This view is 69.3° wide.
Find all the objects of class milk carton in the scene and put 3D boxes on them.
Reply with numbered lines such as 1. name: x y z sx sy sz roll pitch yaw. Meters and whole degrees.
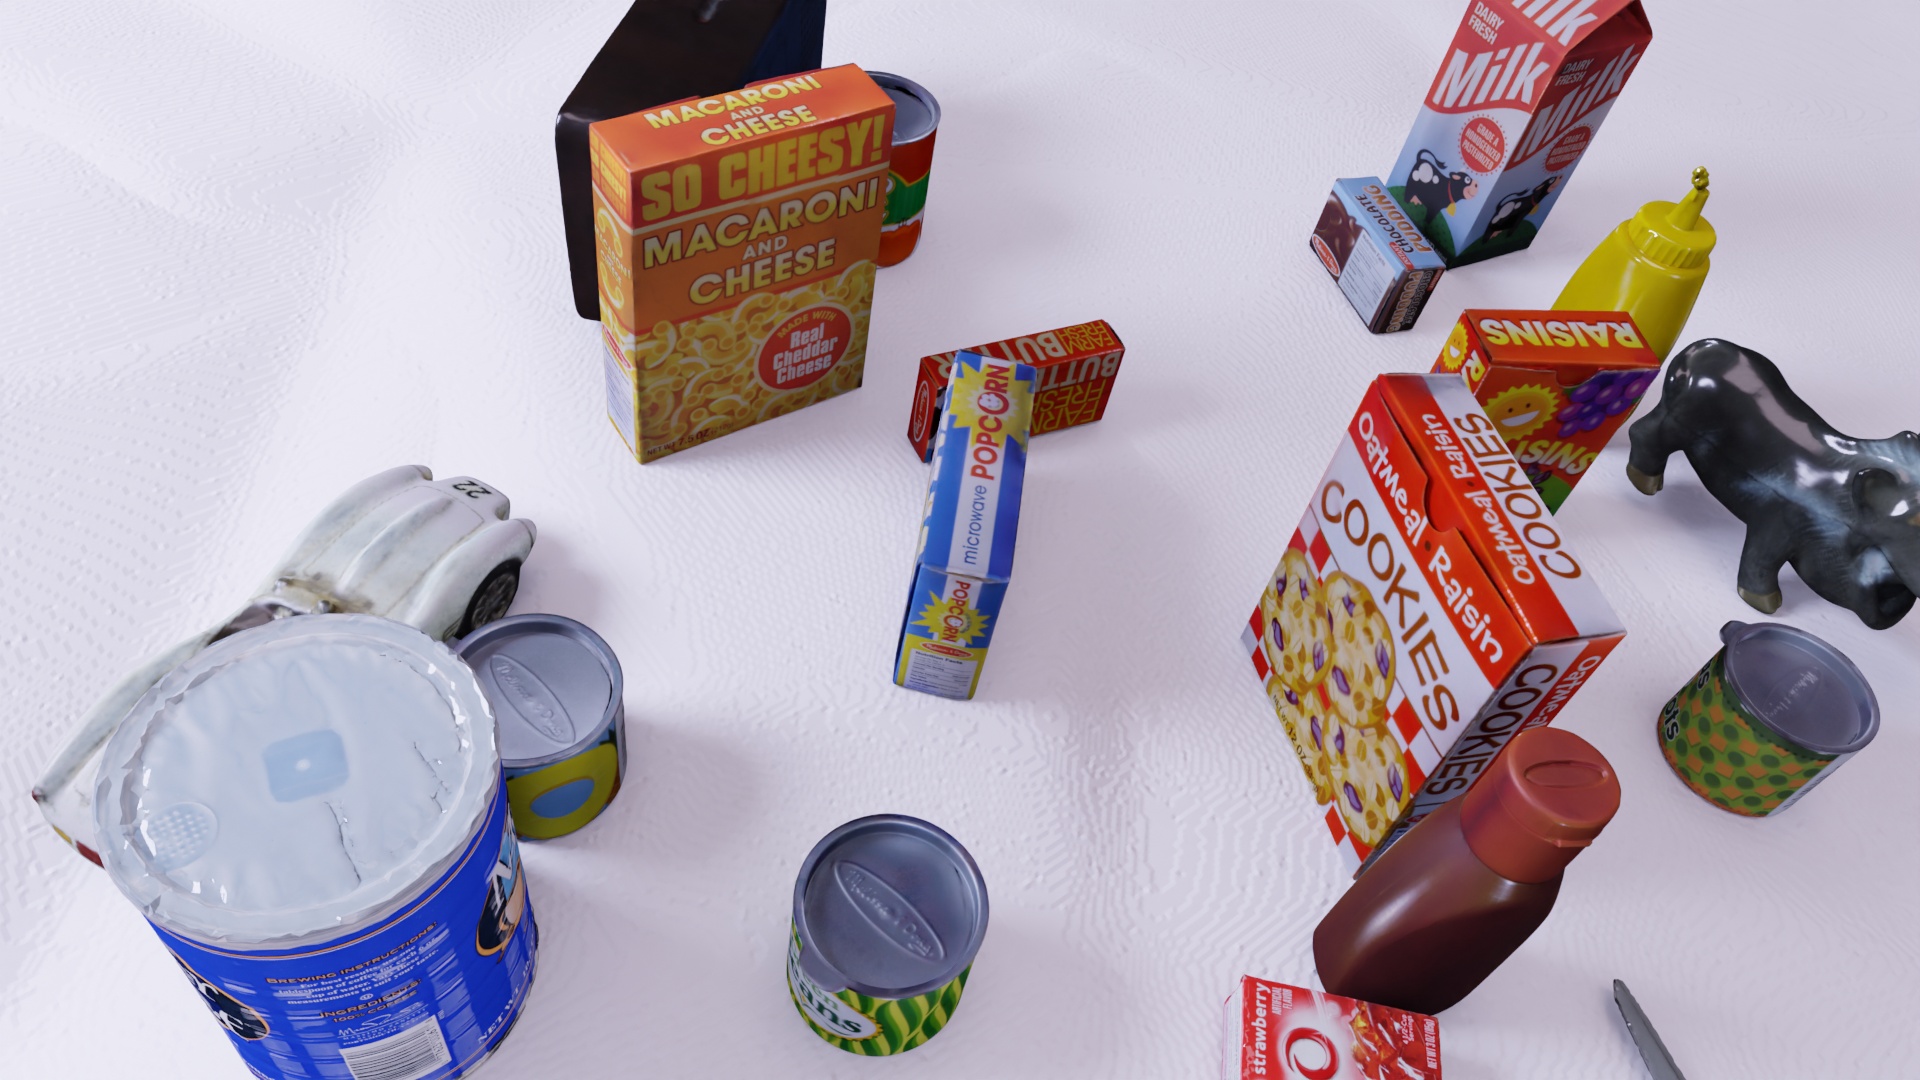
1. milk carton: 0.322 -0.255 0.798 0.074 0.189 0.072 -18 56 -24

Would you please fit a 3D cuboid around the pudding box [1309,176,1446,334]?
1. pudding box: 0.238 -0.165 0.798 0.030 0.049 0.084 -9 53 -18

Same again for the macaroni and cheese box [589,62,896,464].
1. macaroni and cheese box: -0.098 -0.121 0.620 0.124 0.165 0.040 -24 58 -27

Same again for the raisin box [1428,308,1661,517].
1. raisin box: 0.257 -0.052 0.658 0.086 0.122 0.040 0 51 -11

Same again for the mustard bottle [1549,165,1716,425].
1. mustard bottle: 0.341 -0.121 0.708 0.049 0.159 0.065 1 50 -10

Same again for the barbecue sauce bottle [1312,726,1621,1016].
1. barbecue sauce bottle: 0.176 0.119 0.483 0.065 0.147 0.044 1 50 -10

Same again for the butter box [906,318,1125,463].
1. butter box: 0.027 -0.073 0.678 0.104 0.052 0.024 -15 55 -22

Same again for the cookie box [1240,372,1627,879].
1. cookie box: 0.171 0.036 0.539 0.040 0.166 0.123 -6 52 -15

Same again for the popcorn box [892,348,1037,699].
1. popcorn box: 0.002 -0.007 0.597 0.038 0.084 0.127 11 49 -2

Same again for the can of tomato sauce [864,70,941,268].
1. can of tomato sauce: -0.050 -0.198 0.749 0.071 0.082 0.071 5 50 -6

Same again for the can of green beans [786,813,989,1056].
1. can of green beans: -0.027 0.139 0.487 0.071 0.057 0.071 5 50 -6

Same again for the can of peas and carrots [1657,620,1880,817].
1. can of peas and carrots: 0.350 0.078 0.610 0.071 0.058 0.071 5 50 -6

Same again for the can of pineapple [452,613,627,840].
1. can of pineapple: -0.161 0.071 0.518 0.071 0.057 0.071 5 50 -6
